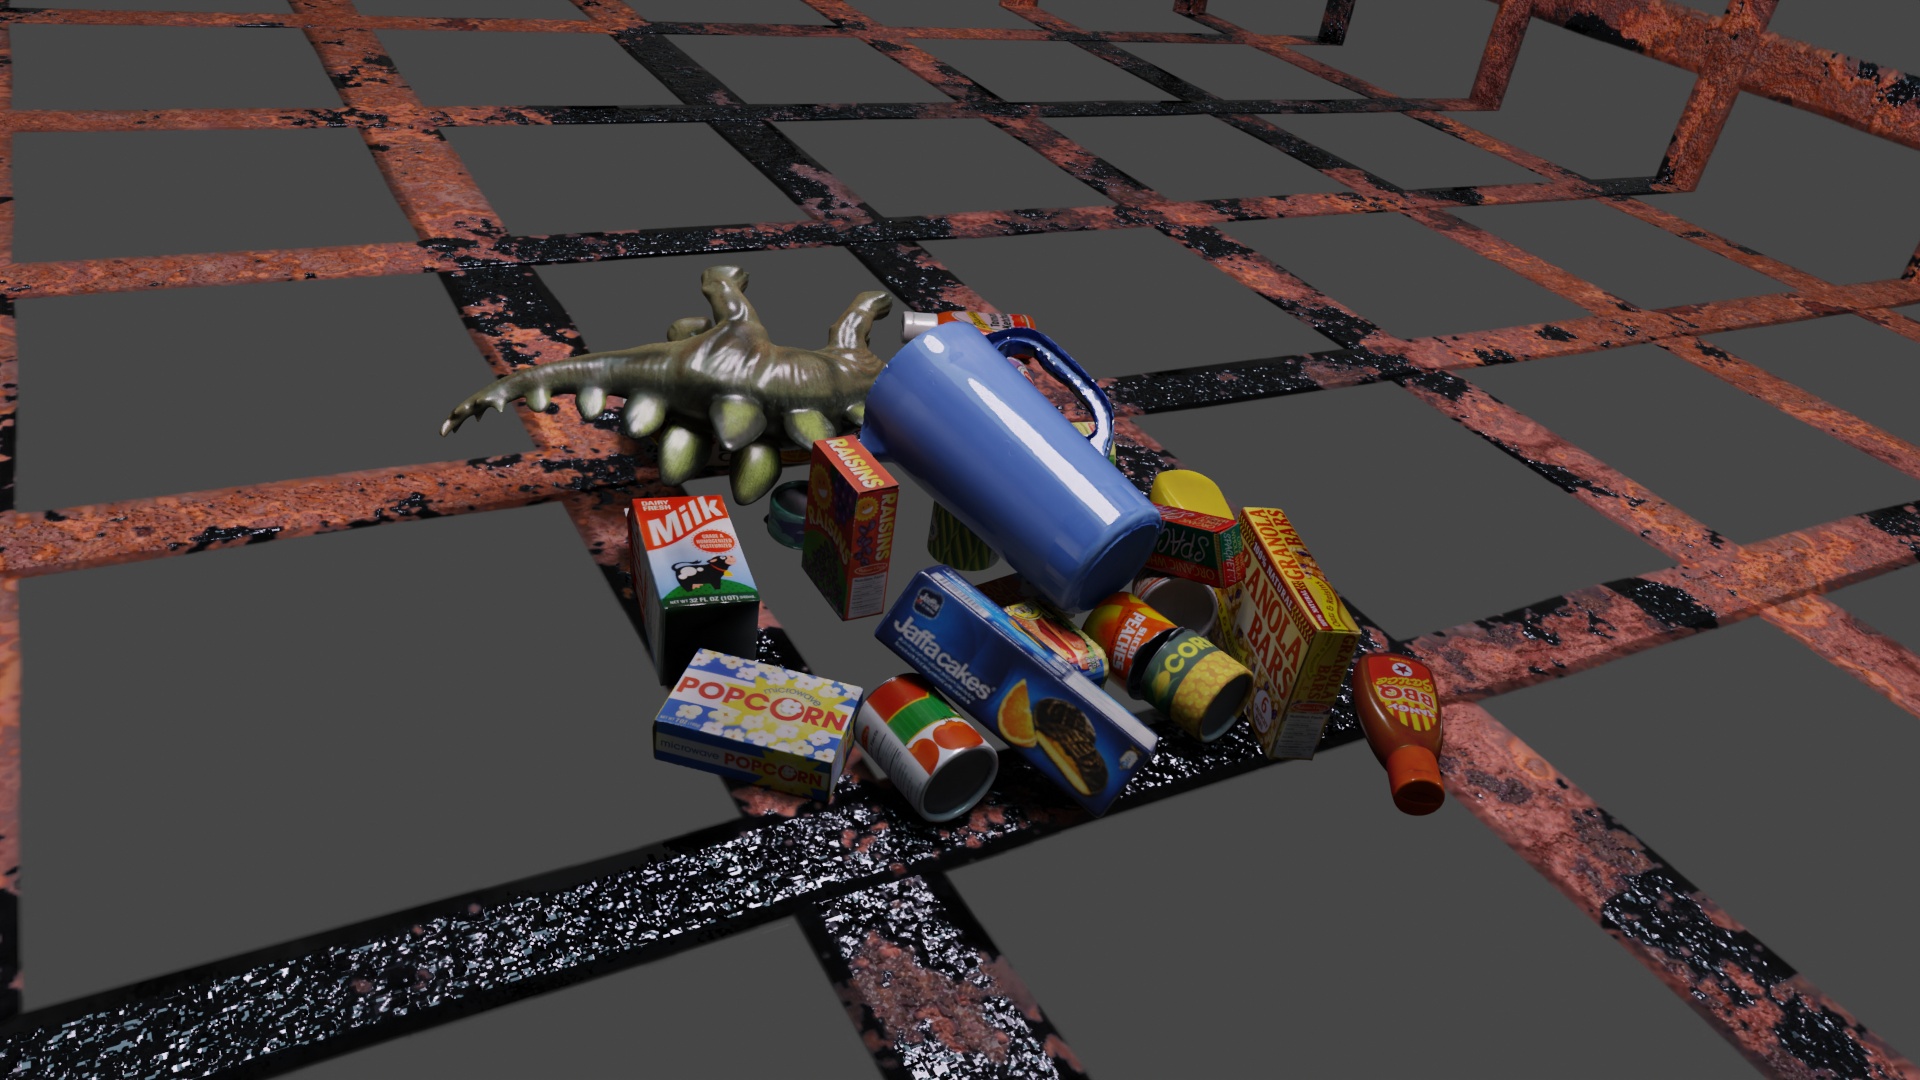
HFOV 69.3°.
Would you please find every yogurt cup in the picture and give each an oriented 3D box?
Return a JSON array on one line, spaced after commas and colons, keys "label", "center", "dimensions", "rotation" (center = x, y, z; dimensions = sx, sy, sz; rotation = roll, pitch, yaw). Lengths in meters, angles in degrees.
[{"label": "yogurt cup", "center": [0.174, 0.048, 1.149], "dimensions": [0.072, 0.072, 0.054], "rotation": [5, 24, -8]}]

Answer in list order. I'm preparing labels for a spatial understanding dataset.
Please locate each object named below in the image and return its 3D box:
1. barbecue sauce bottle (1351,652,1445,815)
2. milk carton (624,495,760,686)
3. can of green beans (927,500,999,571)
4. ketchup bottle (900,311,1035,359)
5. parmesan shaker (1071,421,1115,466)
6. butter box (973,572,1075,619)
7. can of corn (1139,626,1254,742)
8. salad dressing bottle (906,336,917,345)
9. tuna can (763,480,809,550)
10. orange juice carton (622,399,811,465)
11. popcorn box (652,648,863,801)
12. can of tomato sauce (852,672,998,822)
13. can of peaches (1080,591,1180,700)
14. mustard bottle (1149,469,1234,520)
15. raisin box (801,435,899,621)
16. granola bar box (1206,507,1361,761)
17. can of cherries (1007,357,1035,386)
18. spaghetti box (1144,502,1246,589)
[{"label": "barbecue sauce bottle", "center": [0.337, 0.146, 1.057], "dimensions": [0.065, 0.043, 0.149], "rotation": [12, 33, 1]}, {"label": "milk carton", "center": [-0.211, 0.023, 1.074], "dimensions": [0.072, 0.073, 0.191], "rotation": [-4, 34, -21]}, {"label": "can of green beans", "center": [0.007, -0.015, 1.206], "dimensions": [0.071, 0.057, 0.071], "rotation": [7, 32, -4]}, {"label": "ketchup bottle", "center": [0.008, -0.234, 1.564], "dimensions": [0.149, 0.043, 0.065], "rotation": [2, 33, -10]}, {"label": "parmesan shaker", "center": [0.086, -0.080, 1.323], "dimensions": [0.103, 0.071, 0.071], "rotation": [-4, 34, -19]}, {"label": "butter box", "center": [0.042, 0.054, 1.139], "dimensions": [0.104, 0.024, 0.053], "rotation": [-16, 41, -34]}, {"label": "can of corn", "center": [0.179, 0.108, 1.048], "dimensions": [0.071, 0.070, 0.058], "rotation": [-21, 44, -39]}, {"label": "salad dressing bottle", "center": [-0.036, -0.165, 1.444], "dimensions": [0.064, 0.043, 0.148], "rotation": [7, 32, -2]}, {"label": "tuna can", "center": [-0.136, -0.023, 1.205], "dimensions": [0.071, 0.032, 0.071], "rotation": [7, 32, -5]}, {"label": "orange juice carton", "center": [-0.213, -0.117, 1.294], "dimensions": [0.193, 0.072, 0.072], "rotation": [-3, 35, -18]}, {"label": "popcorn box", "center": [-0.139, 0.126, 0.964], "dimensions": [0.127, 0.038, 0.085], "rotation": [13, 32, 5]}, {"label": "can of tomato sauce", "center": [-0.022, 0.140, 0.948], "dimensions": [0.071, 0.070, 0.083], "rotation": [-15, 40, -33]}, {"label": "can of peaches", "center": [0.132, 0.080, 1.081], "dimensions": [0.071, 0.071, 0.058], "rotation": [-18, 40, -36]}, {"label": "mustard bottle", "center": [0.219, -0.006, 1.258], "dimensions": [0.065, 0.048, 0.161], "rotation": [1, 34, -12]}, {"label": "raisin box", "center": [-0.089, -0.010, 1.113], "dimensions": [0.040, 0.122, 0.086], "rotation": [-10, 37, -28]}, {"label": "granola bar box", "center": [0.243, 0.069, 1.077], "dimensions": [0.039, 0.123, 0.166], "rotation": [3, 32, -13]}, {"label": "can of cherries", "center": [0.048, -0.147, 1.415], "dimensions": [0.071, 0.071, 0.058], "rotation": [0, 33, -15]}, {"label": "spaghetti box", "center": [0.138, -0.009, 1.158], "dimensions": [0.029, 0.050, 0.250], "rotation": [-21, 21, -30]}]
